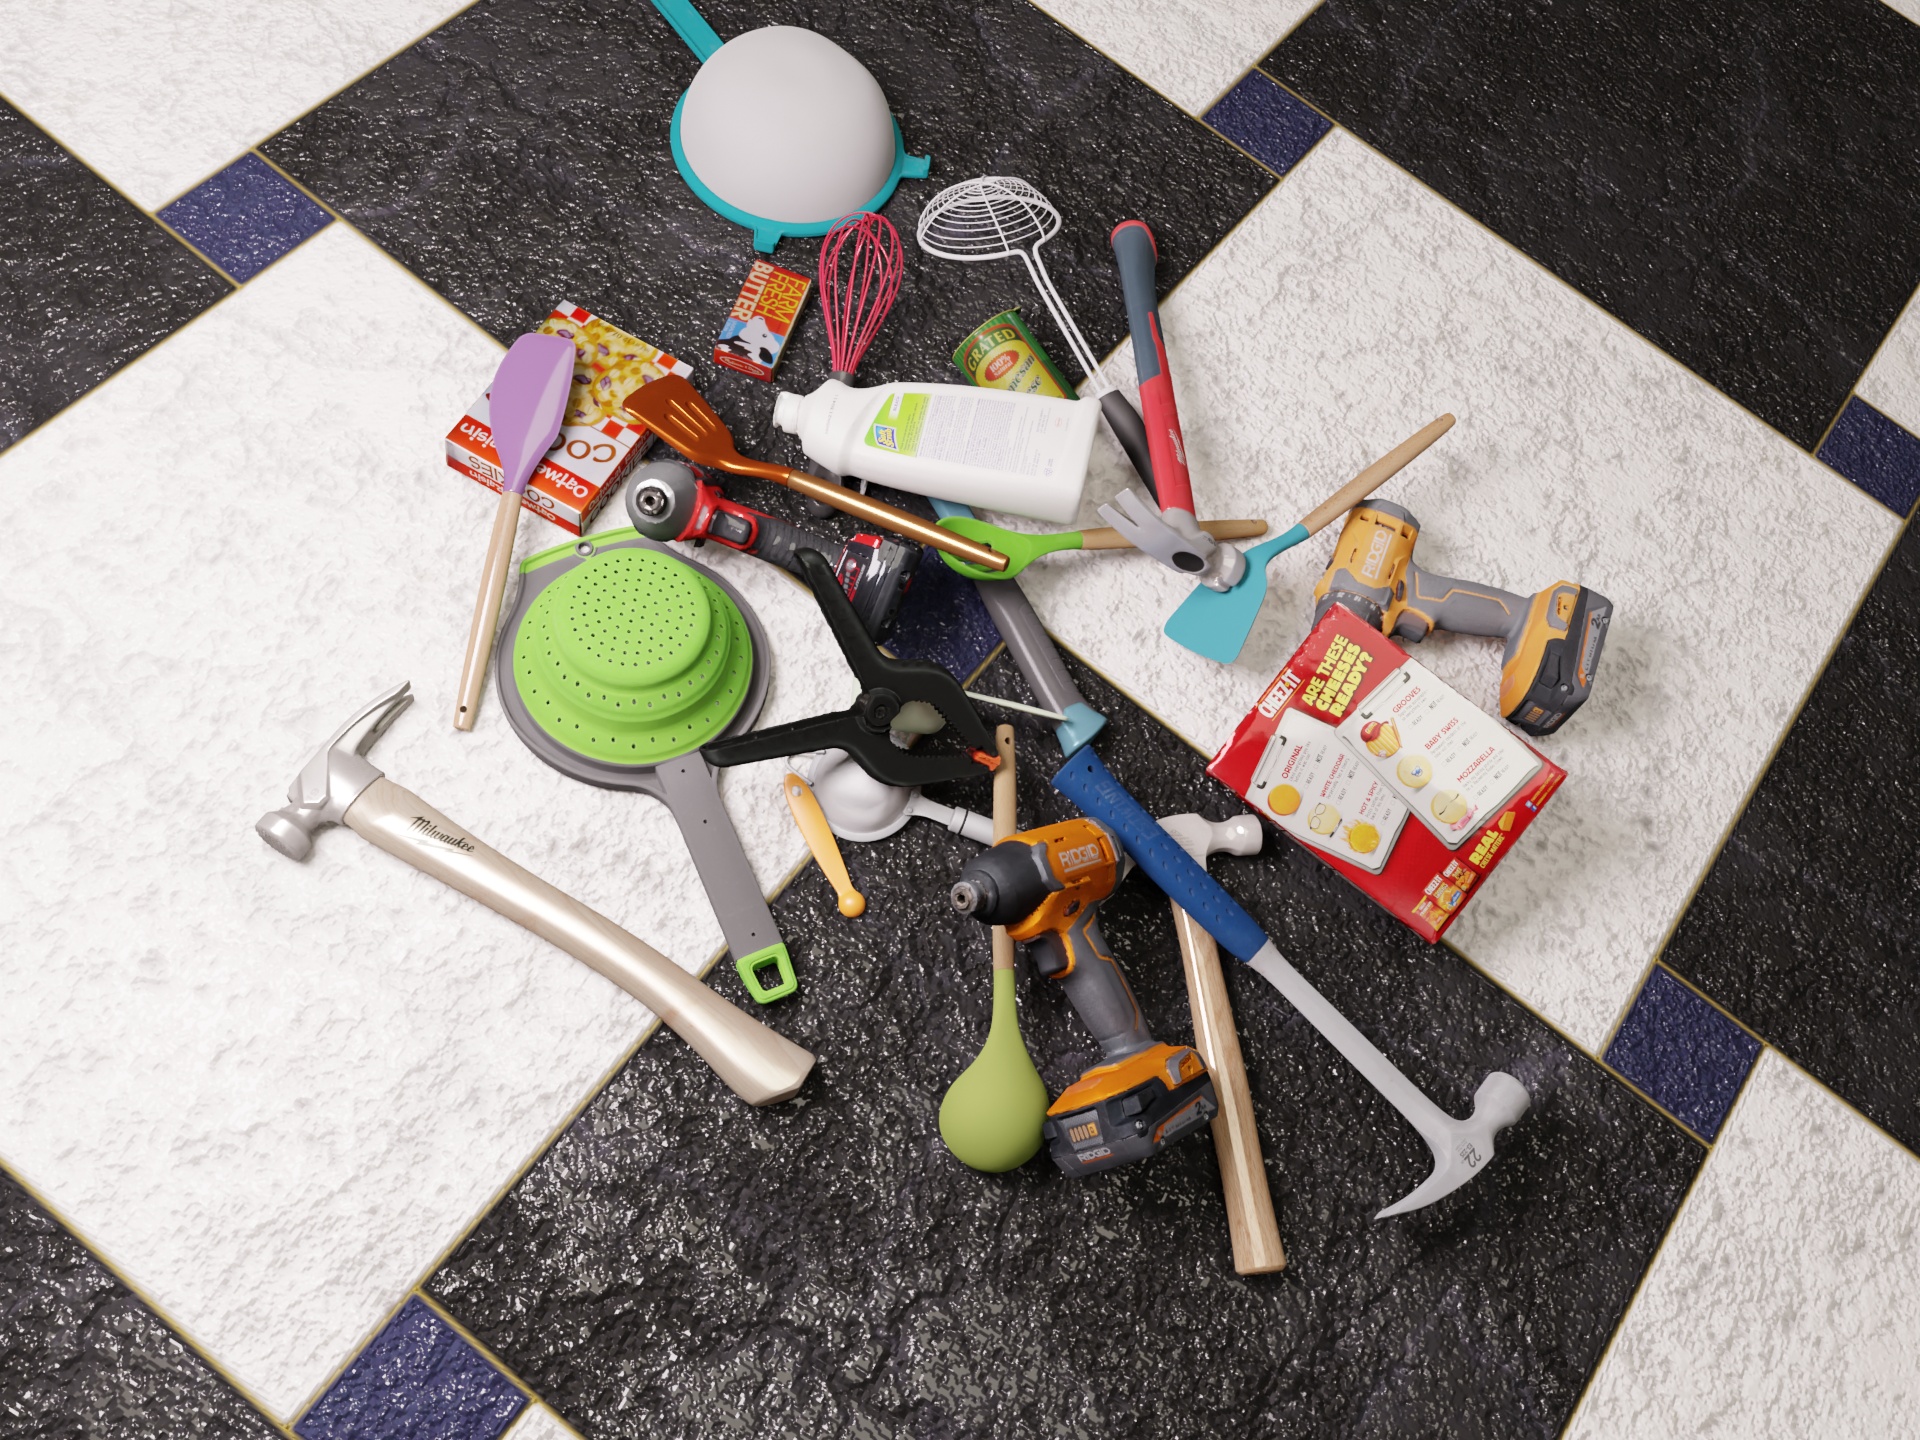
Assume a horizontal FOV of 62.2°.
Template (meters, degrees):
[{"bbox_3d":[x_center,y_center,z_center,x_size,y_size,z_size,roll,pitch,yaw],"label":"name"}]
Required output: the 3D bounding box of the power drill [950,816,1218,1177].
[{"bbox_3d":[0.076,0.182,1.071,0.164,0.084,0.226,-8,74,-53],"label":"power drill"}]

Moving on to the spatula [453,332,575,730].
[{"bbox_3d":[-0.344,-0.146,1.194,0.060,0.018,0.316,7,77,0],"label":"spatula"}]

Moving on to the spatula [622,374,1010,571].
[{"bbox_3d":[-0.107,-0.185,1.216,0.323,0.041,0.081,23,36,14],"label":"spatula"}]

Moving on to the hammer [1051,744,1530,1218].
[{"bbox_3d":[0.218,0.177,1.142,0.405,0.035,0.144,45,64,8],"label":"hammer"}]

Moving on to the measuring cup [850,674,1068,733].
[{"bbox_3d":[-0.002,-0.004,1.200,0.167,0.083,0.038,12,95,-9],"label":"measuring cup"}]

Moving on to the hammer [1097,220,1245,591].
[{"bbox_3d":[0.153,-0.288,1.328,0.143,0.038,0.387,25,46,-37],"label":"hammer"}]

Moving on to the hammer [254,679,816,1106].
[{"bbox_3d":[-0.275,0.130,1.106,0.410,0.038,0.146,32,63,4],"label":"hammer"}]

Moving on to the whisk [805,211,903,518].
[{"bbox_3d":[-0.095,-0.303,1.329,0.073,0.073,0.296,9,71,-6],"label":"whisk"}]

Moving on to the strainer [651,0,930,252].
[{"bbox_3d":[-0.187,-0.588,1.417,0.211,0.095,0.340,-33,77,-22],"label":"strainer"}]

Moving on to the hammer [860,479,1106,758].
[{"bbox_3d":[0.025,-0.118,1.277,0.128,0.033,0.331,-22,72,-20],"label":"hammer"}]

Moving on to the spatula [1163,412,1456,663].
[{"bbox_3d":[0.300,-0.161,1.309,0.317,0.044,0.082,-37,39,-19],"label":"spatula"}]

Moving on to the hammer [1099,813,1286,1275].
[{"bbox_3d":[0.182,0.226,1.149,0.130,0.031,0.332,-2,67,-13],"label":"hammer"}]

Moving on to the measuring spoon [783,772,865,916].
[{"bbox_3d":[-0.100,0.090,1.161,0.021,0.011,0.117,-24,81,-19],"label":"measuring spoon"}]

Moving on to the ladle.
[{"bbox_3d":[0.027,0.156,1.132,0.078,0.062,0.320,9,65,-18],"label":"ladle"}]

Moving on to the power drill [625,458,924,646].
[{"bbox_3d":[-0.144,-0.134,1.194,0.219,0.143,0.078,22,97,-1],"label":"power drill"}]

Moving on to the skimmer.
[{"bbox_3d":[0.088,-0.324,1.386,0.127,0.090,0.363,-27,83,-21],"label":"skimmer"}]

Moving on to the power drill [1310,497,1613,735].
[{"bbox_3d":[0.397,-0.067,1.299,0.226,0.084,0.185,24,63,6],"label":"power drill"}]

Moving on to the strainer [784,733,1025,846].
[{"bbox_3d":[-0.009,0.070,1.183,0.258,0.050,0.087,21,79,-4],"label":"strainer"}]

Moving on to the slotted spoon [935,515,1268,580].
[{"bbox_3d":[0.119,-0.146,1.286,0.313,0.031,0.070,-7,51,-25],"label":"slotted spoon"}]

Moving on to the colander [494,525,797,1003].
[{"bbox_3d":[-0.205,0.011,1.140,0.204,0.094,0.397,-20,71,-19],"label":"colander"}]
